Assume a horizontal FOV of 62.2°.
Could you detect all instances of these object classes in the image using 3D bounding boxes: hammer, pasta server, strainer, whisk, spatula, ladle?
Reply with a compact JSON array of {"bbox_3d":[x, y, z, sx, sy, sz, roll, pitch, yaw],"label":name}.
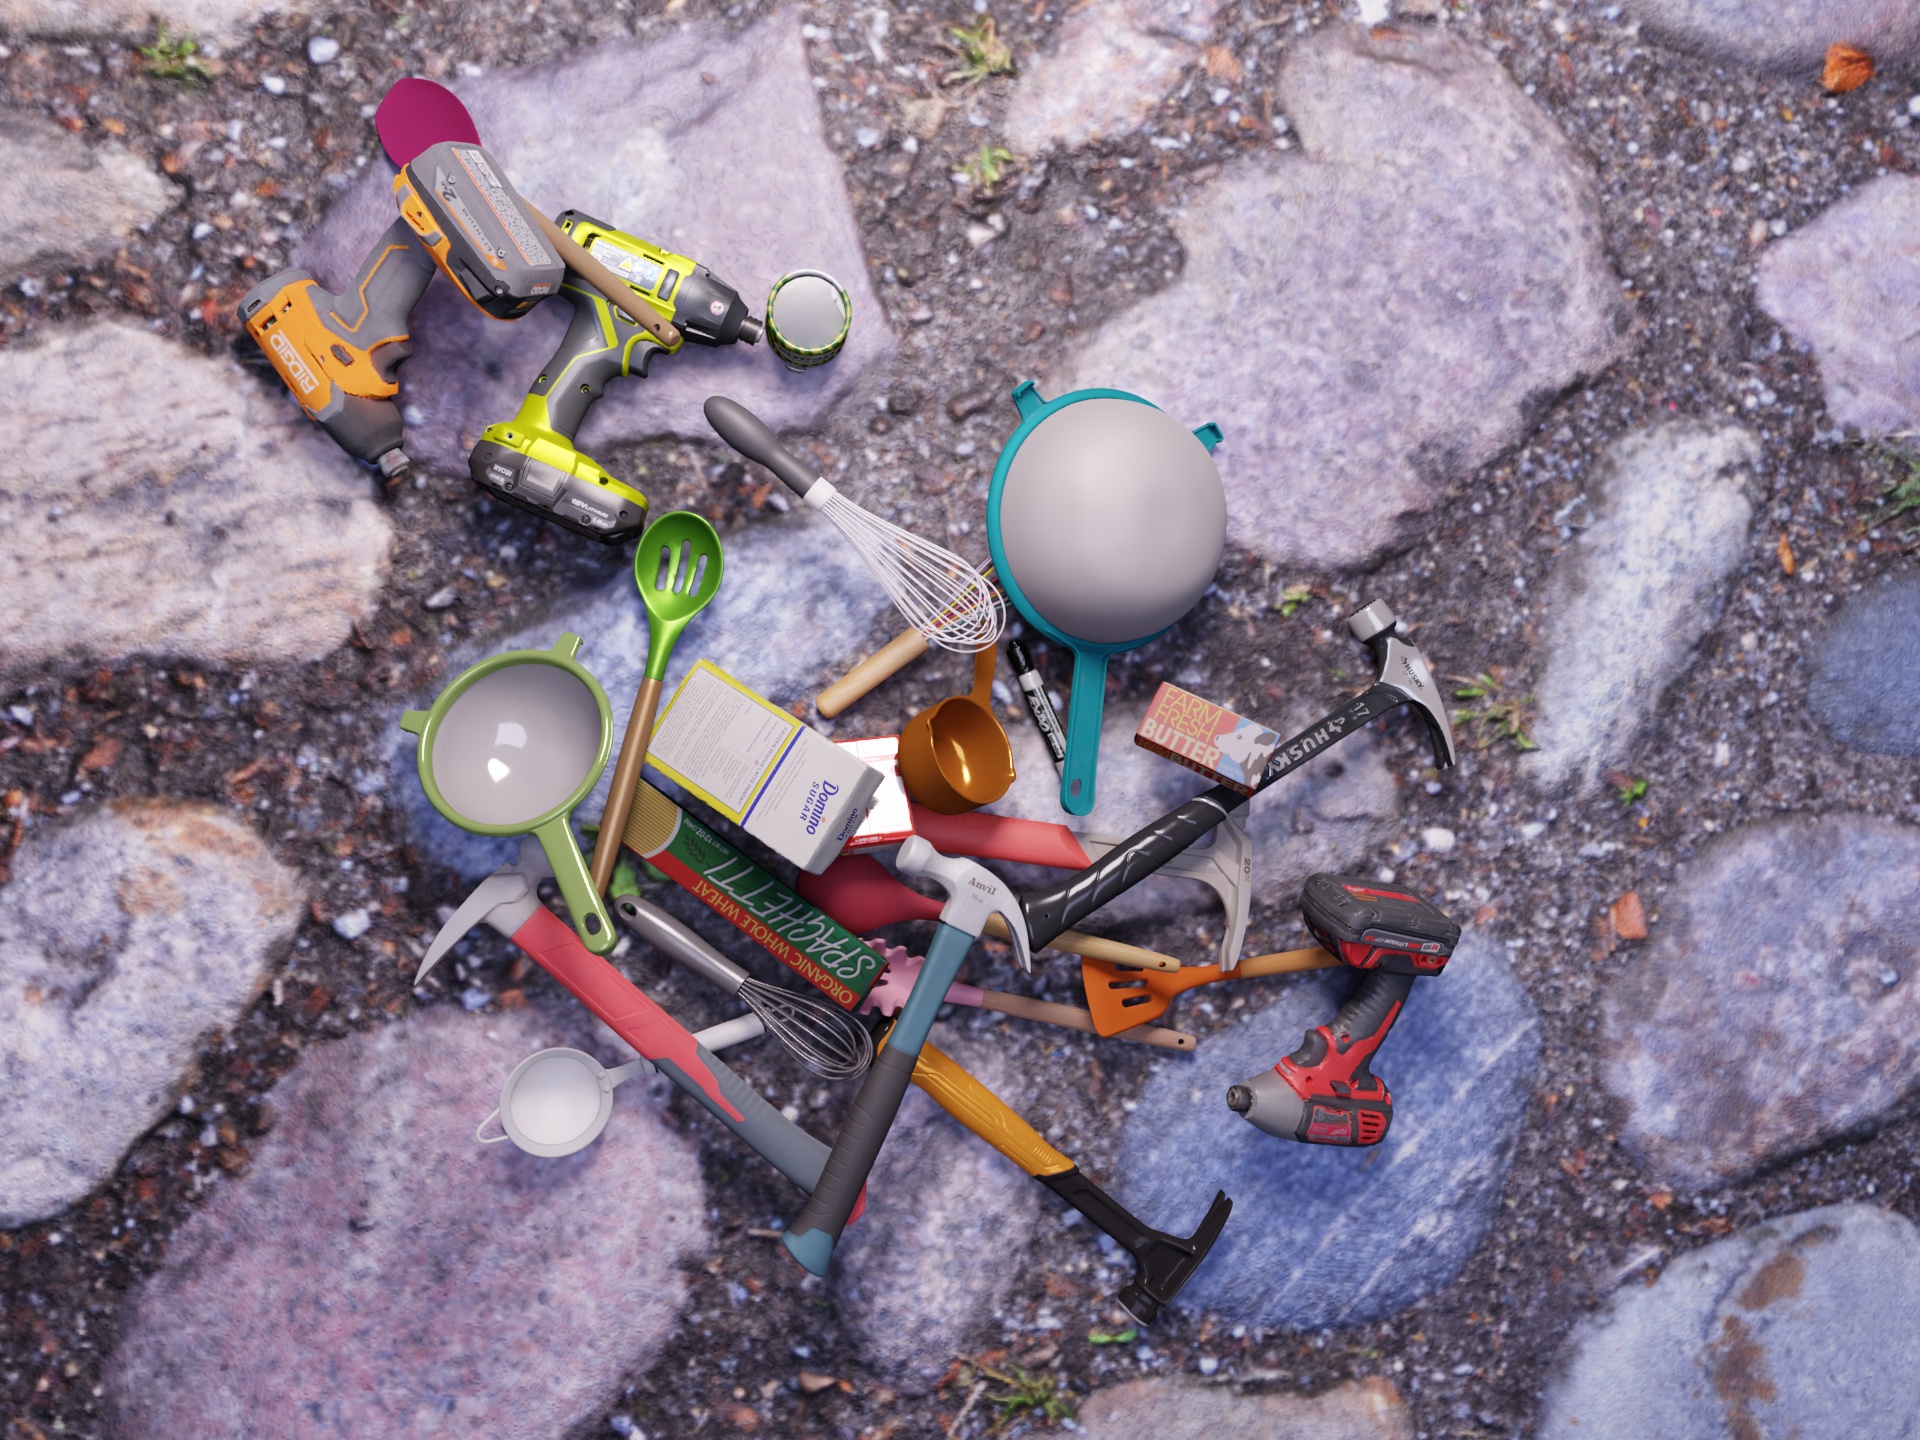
[{"bbox_3d":[-0.231,0.265,1.220,0.386,0.038,0.143,43,76,-5],"label":"hammer"},{"bbox_3d":[0.044,0.232,1.293,0.316,0.040,0.060,14,84,-9],"label":"pasta server"},{"bbox_3d":[-0.304,0.069,1.189,0.151,0.069,0.257,-27,68,-5],"label":"strainer"},{"bbox_3d":[-0.083,-0.150,1.211,0.284,0.070,0.070,39,87,-5],"label":"whisk"},{"bbox_3d":[-0.253,0.273,1.252,0.258,0.050,0.087,-19,101,-13],"label":"strainer"},{"bbox_3d":[-0.171,0.205,1.246,0.239,0.055,0.055,33,88,4],"label":"whisk"},{"bbox_3d":[-0.012,-0.078,1.274,0.245,0.047,0.051,-36,95,-1],"label":"whisk"},{"bbox_3d":[0.065,0.348,1.301,0.337,0.034,0.127,39,87,-7],"label":"hammer"},{"bbox_3d":[0.125,-0.093,1.231,0.211,0.095,0.340,7,89,-27],"label":"strainer"},{"bbox_3d":[0.219,0.064,1.277,0.409,0.036,0.149,-32,86,-12],"label":"hammer"},{"bbox_3d":[0.255,0.202,1.319,0.322,0.041,0.081,-7,72,-9],"label":"spatula"},{"bbox_3d":[-0.051,0.262,1.208,0.128,0.033,0.331,26,87,-14],"label":"hammer"},{"bbox_3d":[0.058,0.108,1.281,0.359,0.036,0.149,8,77,-6],"label":"hammer"},{"bbox_3d":[0.022,0.163,1.271,0.315,0.031,0.069,13,94,-2],"label":"ladle"}]

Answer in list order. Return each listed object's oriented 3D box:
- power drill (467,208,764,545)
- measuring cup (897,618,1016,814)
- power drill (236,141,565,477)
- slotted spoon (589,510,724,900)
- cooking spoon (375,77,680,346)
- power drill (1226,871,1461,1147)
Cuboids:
[{"bbox_3d":[-0.263,-0.255,1.213,0.171,0.080,0.223,23,86,-7],"label":"power drill"},{"bbox_3d":[-0.002,-0.004,1.258,0.095,0.052,0.174,34,48,-31],"label":"measuring cup"},{"bbox_3d":[-0.402,-0.293,1.159,0.226,0.084,0.164,-31,97,21],"label":"power drill"},{"bbox_3d":[-0.244,-0.007,1.216,0.070,0.031,0.314,13,83,1],"label":"slotted spoon"},{"bbox_3d":[-0.322,-0.374,1.178,0.319,0.017,0.069,41,98,14],"label":"cooking spoon"},{"bbox_3d":[0.304,0.241,1.287,0.143,0.079,0.219,10,105,-21],"label":"power drill"}]
